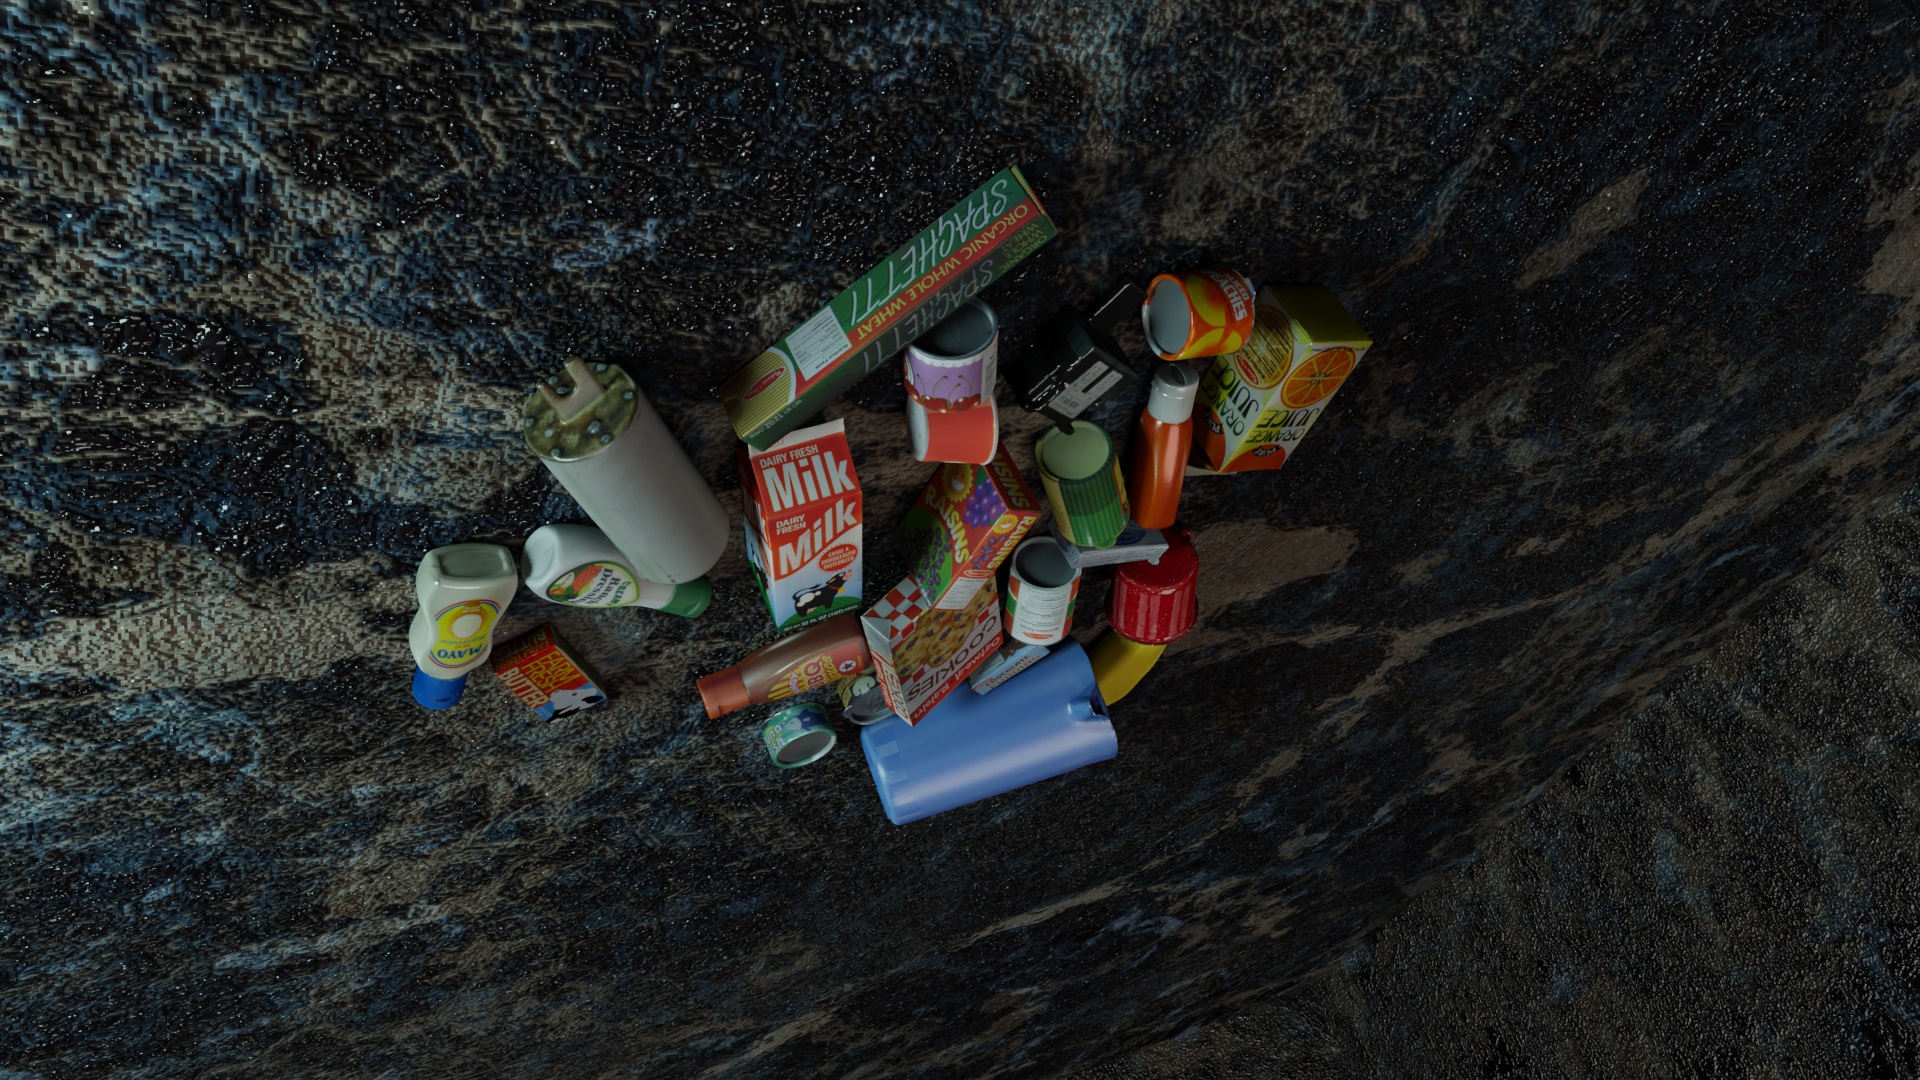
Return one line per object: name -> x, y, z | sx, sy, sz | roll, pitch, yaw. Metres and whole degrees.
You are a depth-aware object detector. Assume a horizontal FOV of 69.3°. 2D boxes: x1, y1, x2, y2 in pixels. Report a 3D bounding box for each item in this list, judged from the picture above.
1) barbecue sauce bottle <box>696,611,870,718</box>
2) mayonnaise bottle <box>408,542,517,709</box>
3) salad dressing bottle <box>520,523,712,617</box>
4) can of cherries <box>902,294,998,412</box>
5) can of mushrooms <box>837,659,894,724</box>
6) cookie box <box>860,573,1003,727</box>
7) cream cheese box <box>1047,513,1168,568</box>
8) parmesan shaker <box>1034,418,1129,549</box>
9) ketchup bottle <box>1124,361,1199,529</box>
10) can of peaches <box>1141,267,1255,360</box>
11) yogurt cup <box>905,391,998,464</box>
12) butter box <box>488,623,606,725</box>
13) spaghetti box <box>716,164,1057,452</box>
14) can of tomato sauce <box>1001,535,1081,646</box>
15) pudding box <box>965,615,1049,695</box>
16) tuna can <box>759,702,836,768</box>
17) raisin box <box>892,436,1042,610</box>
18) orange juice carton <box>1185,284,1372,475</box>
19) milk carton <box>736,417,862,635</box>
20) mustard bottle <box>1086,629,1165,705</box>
barbecue sauce bottle -> -0.154, 0.112, 1.214 | 0.149, 0.044, 0.064 | -20, 145, -12
mayonnaise bottle -> -0.360, 0.063, 0.987 | 0.065, 0.041, 0.147 | -5, 141, -36
salad dressing bottle -> -0.248, 0.026, 1.018 | 0.064, 0.044, 0.147 | -41, 146, 22
can of cherries -> -0.010, -0.131, 0.960 | 0.071, 0.072, 0.058 | -20, 148, -13
can of mushrooms -> -0.084, 0.143, 1.323 | 0.071, 0.033, 0.070 | -20, 148, -13
cookie box -> -0.022, 0.080, 1.240 | 0.123, 0.040, 0.166 | -42, 152, -20
cream cheese box -> 0.135, -0.006, 1.260 | 0.104, 0.053, 0.024 | -5, 143, -32
parmesan shaker -> 0.104, -0.046, 1.161 | 0.071, 0.071, 0.102 | -27, 148, -2
ketchup bottle -> 0.170, -0.082, 1.174 | 0.043, 0.065, 0.148 | -7, 135, -12
can of peaches -> 0.179, -0.171, 1.043 | 0.058, 0.071, 0.070 | -10, 144, -26
yogurt cup -> -0.008, -0.088, 1.024 | 0.054, 0.073, 0.072 | -6, 143, -18
butter box -> -0.324, 0.106, 1.093 | 0.053, 0.024, 0.103 | -26, 149, -4
spaghetti box -> -0.050, -0.150, 0.913 | 0.250, 0.050, 0.028 | -35, 149, 10
can of tomato sauce -> 0.074, 0.045, 1.271 | 0.071, 0.071, 0.082 | -17, 143, -18
pudding box -> 0.039, 0.107, 1.351 | 0.083, 0.050, 0.030 | -34, 149, 9
tuna can -> -0.156, 0.187, 1.330 | 0.071, 0.033, 0.070 | -20, 148, -14
raisin box -> 0.004, -0.014, 1.116 | 0.040, 0.086, 0.122 | 4, 136, -39
orange juice carton -> 0.252, -0.120, 1.168 | 0.072, 0.073, 0.191 | -6, 142, -32
milk carton -> -0.118, -0.019, 1.026 | 0.072, 0.074, 0.189 | -17, 146, -17
mustard bottle -> 0.181, 0.115, 1.472 | 0.065, 0.049, 0.159 | 6, 134, -43
